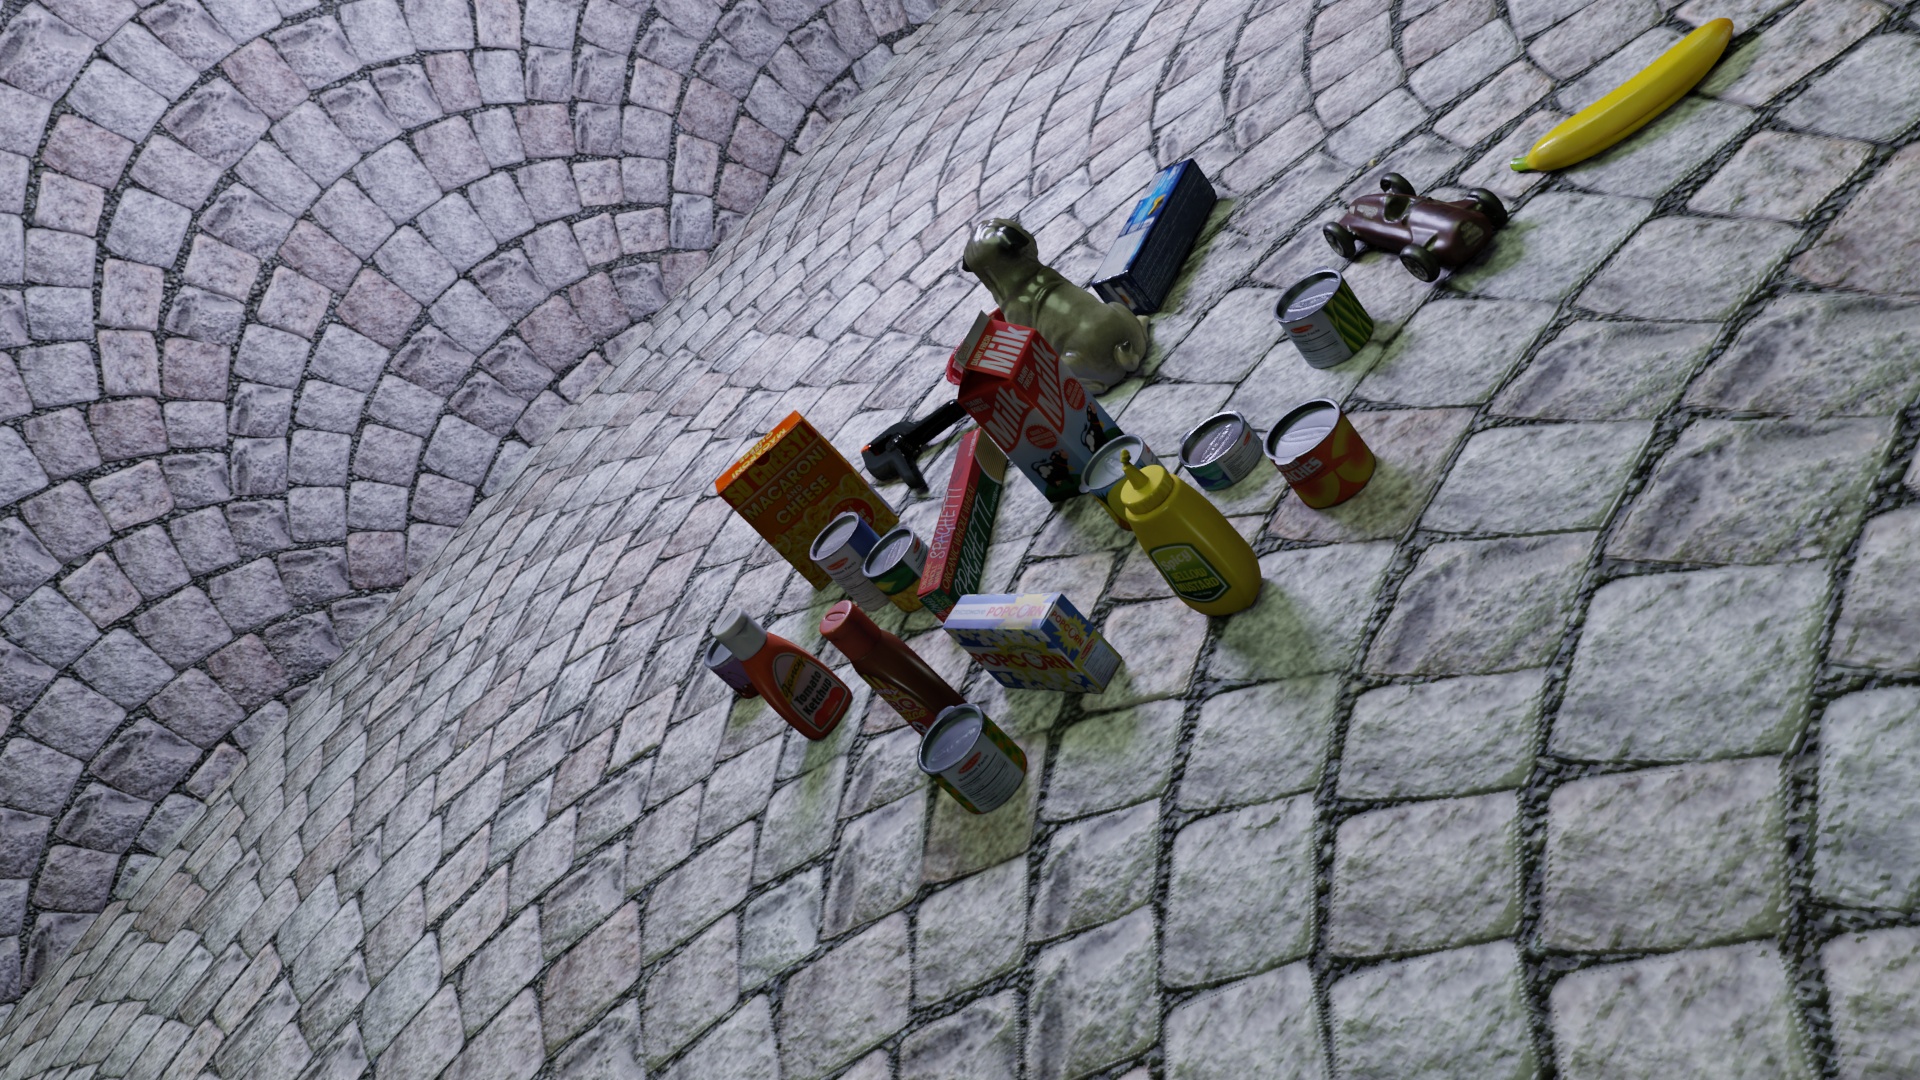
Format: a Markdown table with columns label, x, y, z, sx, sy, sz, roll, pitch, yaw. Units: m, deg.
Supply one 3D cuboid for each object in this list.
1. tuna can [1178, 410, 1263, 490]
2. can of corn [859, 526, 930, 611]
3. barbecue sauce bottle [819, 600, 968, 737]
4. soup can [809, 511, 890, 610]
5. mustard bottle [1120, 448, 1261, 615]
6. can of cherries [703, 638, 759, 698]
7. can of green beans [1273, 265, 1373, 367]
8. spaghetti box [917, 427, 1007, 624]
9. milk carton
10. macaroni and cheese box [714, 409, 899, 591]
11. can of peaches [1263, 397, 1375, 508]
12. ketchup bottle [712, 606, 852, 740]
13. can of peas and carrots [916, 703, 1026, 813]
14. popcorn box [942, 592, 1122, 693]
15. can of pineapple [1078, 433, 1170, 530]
| label | x | y | z | sx | sy | sz | roll | pitch | yaw |
| --- | --- | --- | --- | --- | --- | --- | --- | --- | --- |
| tuna can | 0.222 | -0.077 | 1.192 | 0.071 | 0.032 | 0.071 | -33 | 28 | 20 |
| can of corn | -0.057 | 0.030 | 1.390 | 0.071 | 0.058 | 0.071 | -33 | 28 | 20 |
| barbecue sauce bottle | -0.057 | 0.110 | 1.172 | 0.065 | 0.148 | 0.044 | -7 | 44 | 51 |
| soup can | -0.104 | 0.020 | 1.441 | 0.071 | 0.083 | 0.072 | -33 | 28 | 20 |
| mustard bottle | 0.161 | -0.009 | 1.032 | 0.065 | 0.160 | 0.049 | -16 | 37 | 43 |
| can of cherries | -0.229 | 0.126 | 1.487 | 0.071 | 0.058 | 0.072 | -33 | 28 | 20 |
| can of green beans | 0.315 | -0.192 | 1.204 | 0.071 | 0.057 | 0.071 | -33 | 28 | 20 |
| spaghetti box | 0.005 | -0.017 | 1.384 | 0.028 | 0.050 | 0.251 | -26 | 31 | 31 |
| milk carton | 0.066 | -0.128 | 1.304 | 0.073 | 0.190 | 0.073 | -16 | 37 | 43 |
| macaroni and cheese box | -0.168 | -0.043 | 1.529 | 0.123 | 0.166 | 0.040 | -42 | 26 | 3 |
| can of peaches | 0.276 | -0.065 | 1.071 | 0.071 | 0.058 | 0.071 | -33 | 28 | 20 |
| ketchup bottle | -0.171 | 0.122 | 1.311 | 0.043 | 0.148 | 0.065 | -3 | 47 | 53 |
| can of peas and carrots | 0.009 | 0.170 | 1.093 | 0.071 | 0.058 | 0.071 | -33 | 28 | 20 |
| popcorn box | 0.056 | 0.082 | 1.127 | 0.126 | 0.085 | 0.038 | -4 | 46 | 52 |
| can of pineapple | 0.148 | -0.050 | 1.226 | 0.071 | 0.057 | 0.071 | -33 | 28 | 20 |
